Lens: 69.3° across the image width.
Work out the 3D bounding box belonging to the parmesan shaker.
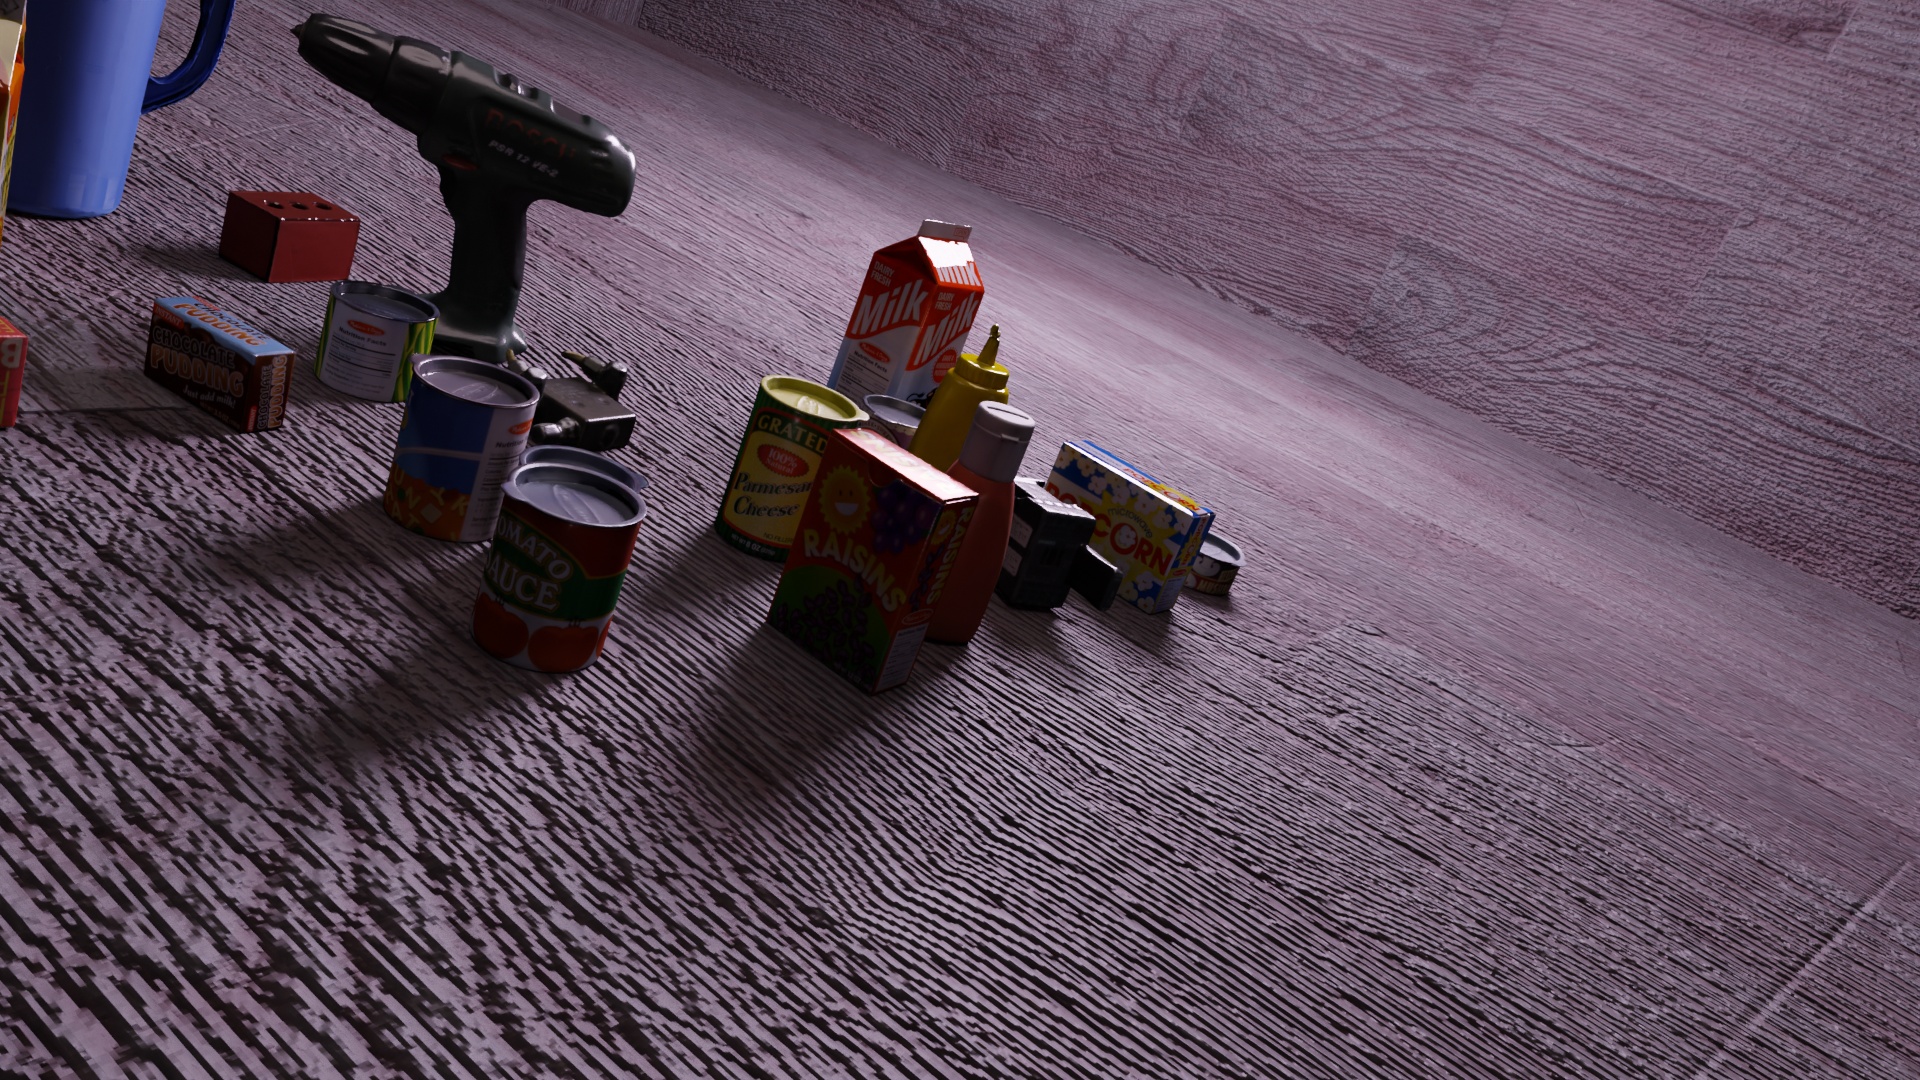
[{"bbox_3d":[-0.108,-0.044,0.887,0.071,0.102,0.071,19,20,-7],"label":"parmesan shaker"}]

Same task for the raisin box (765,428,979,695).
[{"bbox_3d":[-0.051,0.011,0.775,0.086,0.123,0.040,33,22,28],"label":"raisin box"}]

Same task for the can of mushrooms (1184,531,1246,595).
[{"bbox_3d":[0.199,0.017,1.143,0.071,0.033,0.071,19,20,-7],"label":"can of mushrooms"}]

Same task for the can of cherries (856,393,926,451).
[{"bbox_3d":[-0.056,-0.075,1.082,0.071,0.058,0.072,19,20,-7],"label":"can of cherries"}]

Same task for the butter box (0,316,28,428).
[{"bbox_3d":[-0.497,-0.076,0.647,0.024,0.053,0.104,30,22,22],"label":"butter box"}]

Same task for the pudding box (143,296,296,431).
[{"bbox_3d":[-0.423,-0.102,0.792,0.084,0.049,0.030,28,21,17],"label":"pudding box"}]

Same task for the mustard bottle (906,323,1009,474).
[{"bbox_3d":[0.002,-0.084,1.017,0.065,0.159,0.049,19,20,-6],"label":"mustard bottle"}]

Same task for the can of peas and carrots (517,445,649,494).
[{"bbox_3d":[-0.213,-0.012,0.763,0.071,0.058,0.071,19,20,-7],"label":"can of peas and carrots"}]

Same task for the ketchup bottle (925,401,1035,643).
[{"bbox_3d":[0.003,-0.011,0.847,0.065,0.148,0.044,14,21,-20],"label":"ketchup bottle"}]

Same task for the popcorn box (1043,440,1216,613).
[{"bbox_3d":[0.120,-0.012,1.061,0.127,0.085,0.038,33,22,28],"label":"popcorn box"}]

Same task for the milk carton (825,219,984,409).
[{"bbox_3d":[-0.043,-0.175,1.158,0.073,0.189,0.072,32,22,27],"label":"milk carton"}]

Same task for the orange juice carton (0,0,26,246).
[{"bbox_3d":[-0.532,-0.194,0.711,0.072,0.192,0.073,9,23,-33],"label":"orange juice carton"}]

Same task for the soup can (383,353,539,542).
[{"bbox_3d":[-0.277,-0.052,0.763,0.071,0.083,0.071,19,20,-7],"label":"soup can"}]

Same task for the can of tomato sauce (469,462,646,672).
[{"bbox_3d":[-0.199,0.013,0.678,0.071,0.082,0.071,19,20,-7],"label":"can of tomato sauce"}]

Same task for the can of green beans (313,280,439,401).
[{"bbox_3d":[-0.377,-0.129,0.896,0.071,0.057,0.071,19,20,-7],"label":"can of green beans"}]
